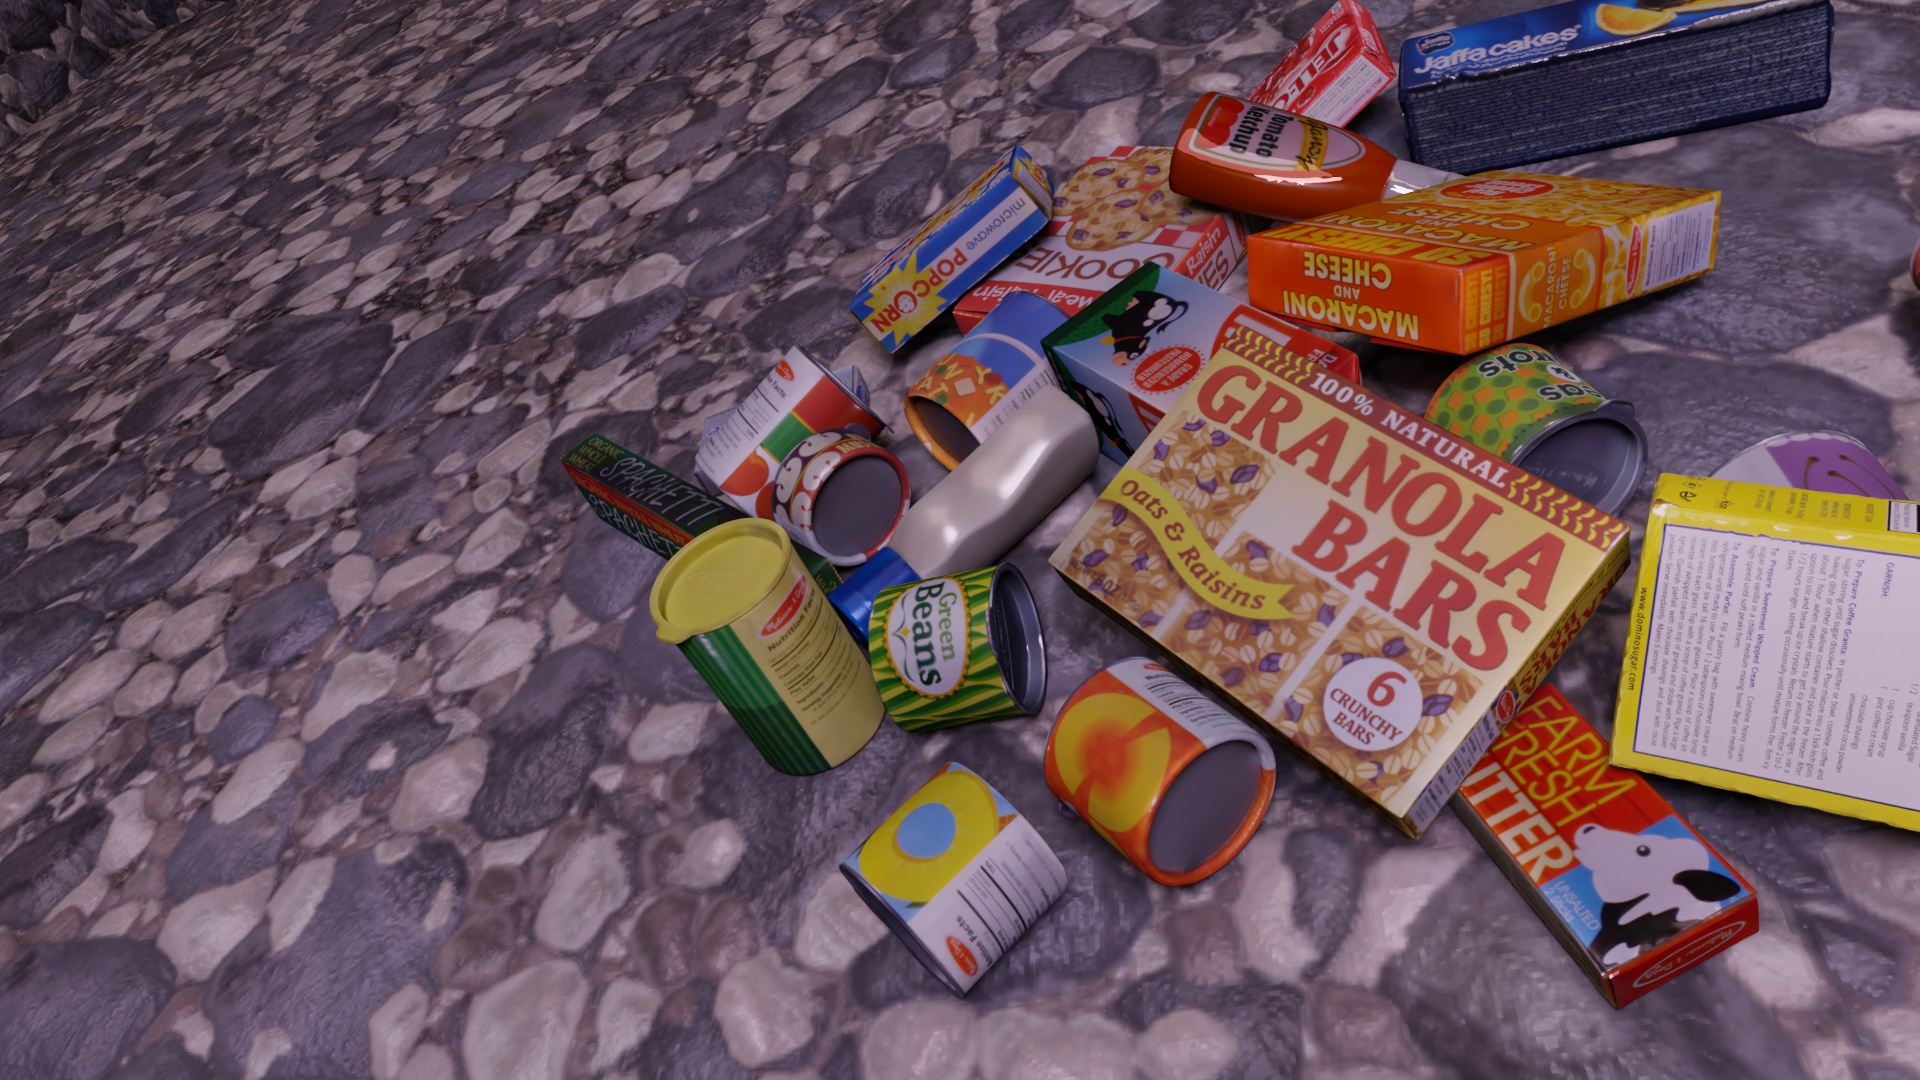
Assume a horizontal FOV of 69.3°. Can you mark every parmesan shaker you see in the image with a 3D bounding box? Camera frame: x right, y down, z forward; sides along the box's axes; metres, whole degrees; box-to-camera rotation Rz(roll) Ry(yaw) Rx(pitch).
[{"bbox_3d":[-0.085,0.051,0.616,0.071,0.102,0.072,-16,40,14],"label":"parmesan shaker"}]

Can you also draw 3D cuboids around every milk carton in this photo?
[{"bbox_3d":[0.126,-0.056,0.635,0.073,0.072,0.191,-37,40,-10],"label":"milk carton"}]

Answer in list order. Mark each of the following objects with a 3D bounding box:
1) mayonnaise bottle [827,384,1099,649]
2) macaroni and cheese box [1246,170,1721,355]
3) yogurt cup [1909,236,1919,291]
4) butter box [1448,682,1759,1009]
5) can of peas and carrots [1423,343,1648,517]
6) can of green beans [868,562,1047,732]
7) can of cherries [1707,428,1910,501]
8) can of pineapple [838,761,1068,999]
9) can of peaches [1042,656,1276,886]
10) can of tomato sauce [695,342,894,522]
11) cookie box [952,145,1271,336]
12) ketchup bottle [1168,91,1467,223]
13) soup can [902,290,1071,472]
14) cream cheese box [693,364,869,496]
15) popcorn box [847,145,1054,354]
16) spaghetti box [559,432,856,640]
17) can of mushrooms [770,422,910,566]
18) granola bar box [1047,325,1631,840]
[{"bbox_3d":[0.002,-0.008,0.663,0.148,0.064,0.041,-42,68,-13],"label":"mayonnaise bottle"},{"bbox_3d":[0.233,-0.128,0.623,0.167,0.040,0.124,-20,26,-26],"label":"macaroni and cheese box"},{"bbox_3d":[0.405,-0.095,0.526,0.072,0.072,0.054,-6,52,25],"label":"yogurt cup"},{"bbox_3d":[0.205,0.097,0.460,0.053,0.024,0.104,-28,39,1],"label":"butter box"},{"bbox_3d":[0.230,-0.040,0.560,0.071,0.070,0.059,-26,38,2],"label":"can of peas and carrots"},{"bbox_3d":[-0.001,0.047,0.600,0.058,0.071,0.071,-12,42,19],"label":"can of green beans"},{"bbox_3d":[0.297,0.005,0.477,0.071,0.071,0.059,-18,40,12],"label":"can of cherries"},{"bbox_3d":[-0.003,0.124,0.518,0.058,0.070,0.071,-42,41,-17],"label":"can of pineapple"},{"bbox_3d":[0.073,0.088,0.516,0.071,0.071,0.058,-40,41,-14],"label":"can of peaches"},{"bbox_3d":[-0.090,-0.052,0.748,0.083,0.071,0.071,-48,40,3],"label":"can of tomato sauce"},{"bbox_3d":[0.092,-0.165,0.799,0.123,0.040,0.168,15,55,40],"label":"cookie box"},{"bbox_3d":[0.190,-0.194,0.738,0.149,0.043,0.065,20,59,16],"label":"ketchup bottle"},{"bbox_3d":[0.019,-0.081,0.729,0.071,0.071,0.084,23,61,44],"label":"soup can"},{"bbox_3d":[-0.104,-0.065,0.816,0.104,0.024,0.054,-17,41,13],"label":"cream cheese box"},{"bbox_3d":[-0.003,-0.173,0.820,0.126,0.038,0.085,-37,18,20],"label":"popcorn box"},{"bbox_3d":[-0.141,-0.003,0.750,0.029,0.050,0.250,-43,41,-21],"label":"spaghetti box"},{"bbox_3d":[-0.059,-0.024,0.710,0.071,0.070,0.033,-42,42,-17],"label":"can of mushrooms"},{"bbox_3d":[0.133,0.009,0.508,0.166,0.039,0.124,37,86,36],"label":"granola bar box"}]
